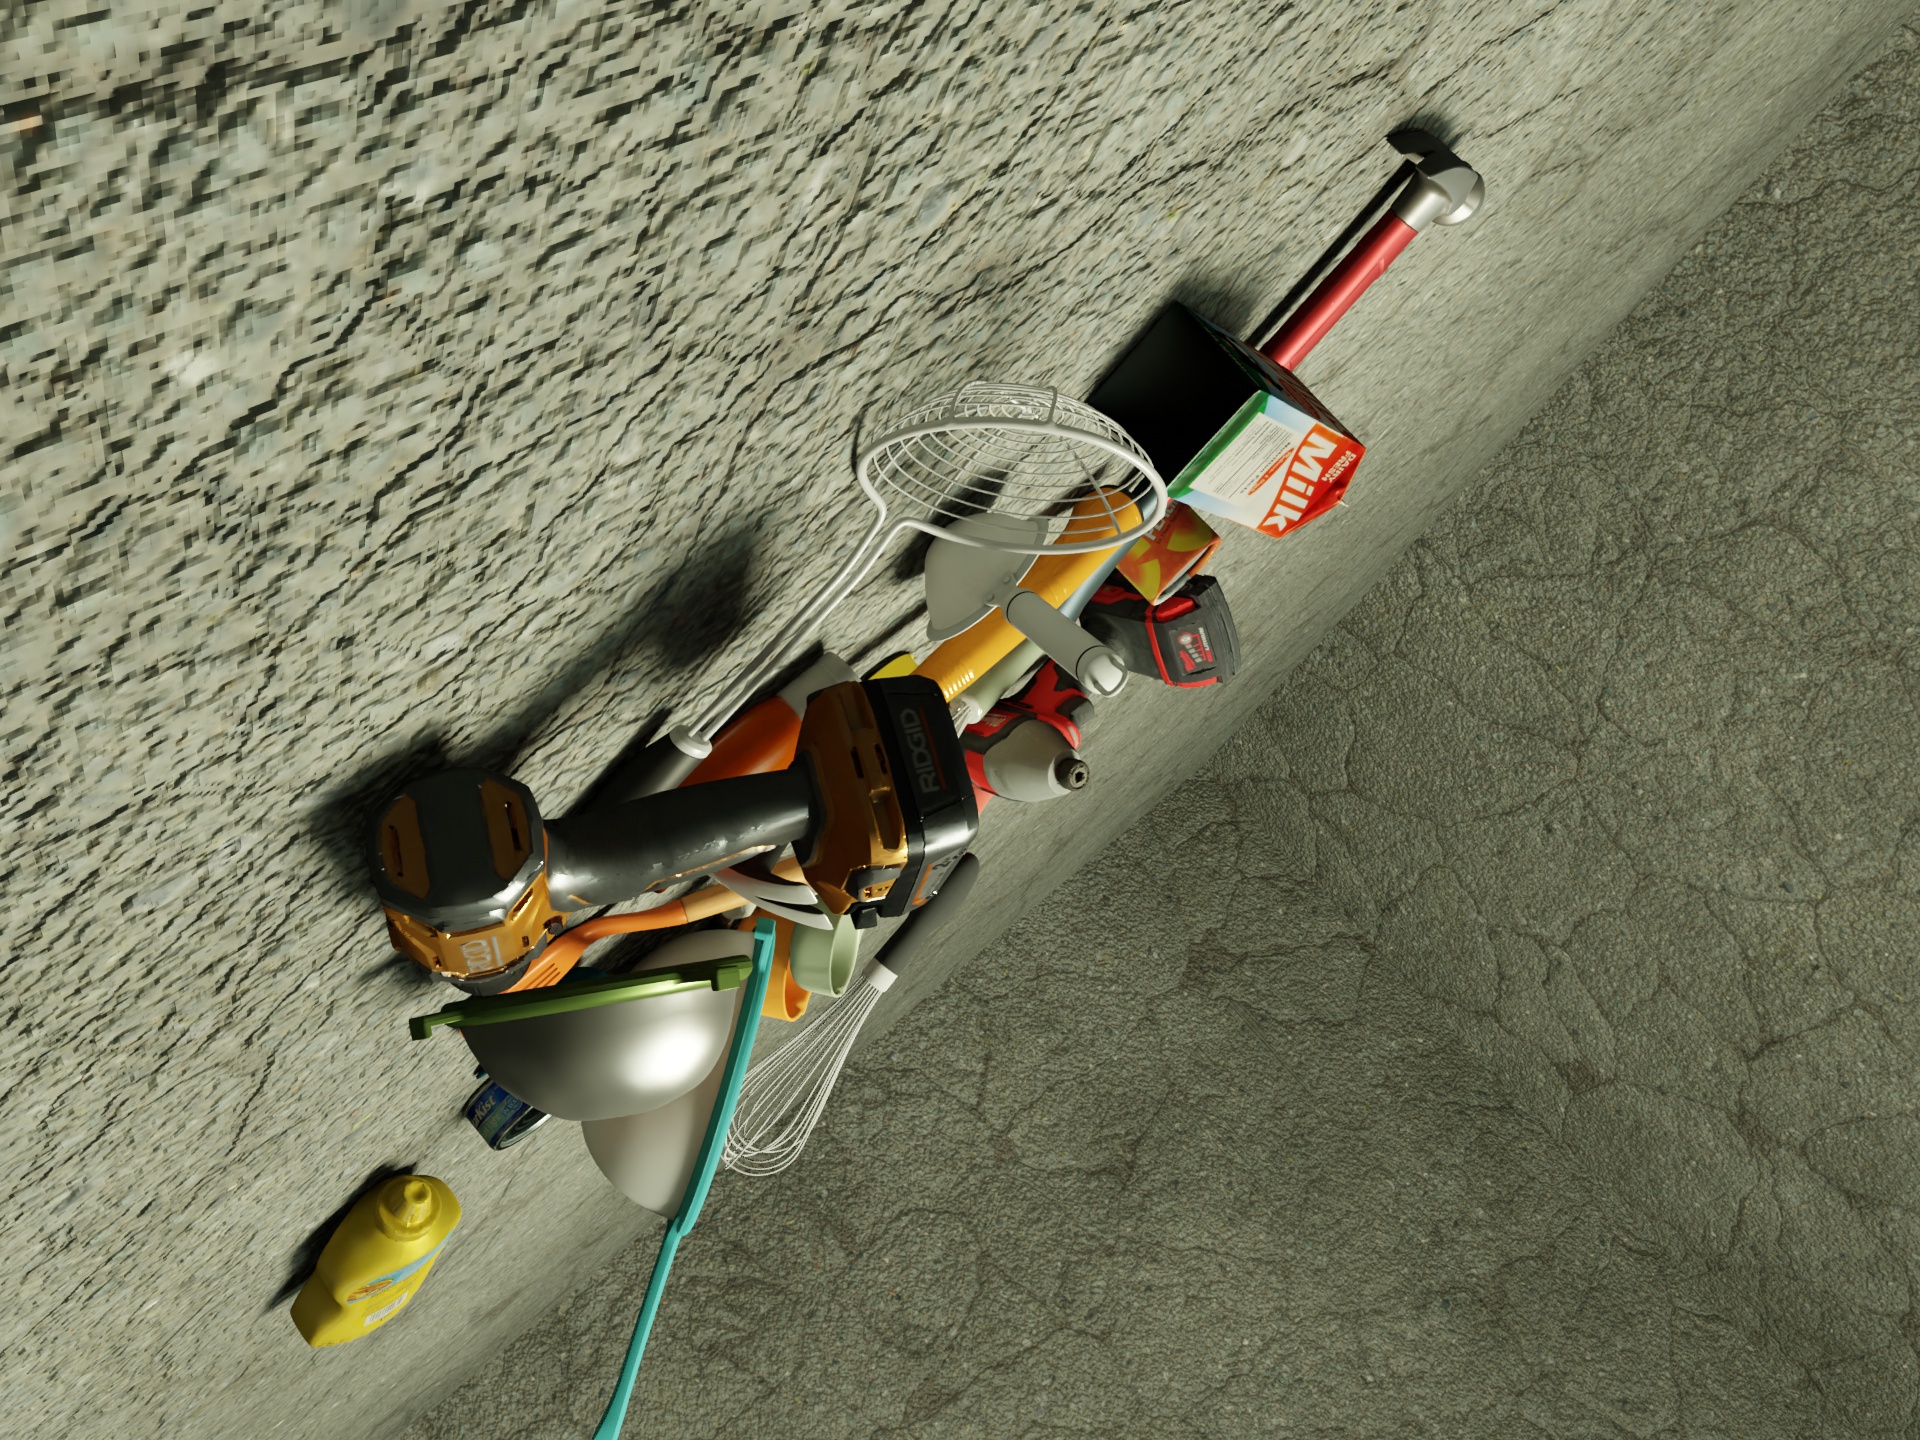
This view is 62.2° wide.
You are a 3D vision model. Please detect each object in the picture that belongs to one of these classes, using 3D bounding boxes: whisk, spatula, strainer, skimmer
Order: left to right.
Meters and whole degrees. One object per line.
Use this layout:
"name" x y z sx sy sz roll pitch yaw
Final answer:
"strainer" -0.175 0.167 0.830 0.151 0.069 0.256 -9 171 -3
"strainer" -0.213 0.284 1.039 0.211 0.095 0.340 133 -26 -70
"spatula" -0.136 0.112 0.935 0.322 0.041 0.081 -19 163 -13
"skimmer" -0.070 -0.011 0.696 0.363 0.090 0.127 -44 142 17
"whisk" -0.079 0.208 1.145 0.284 0.070 0.070 -51 170 -4
"whisk" -0.002 -0.003 1.050 0.059 0.057 0.246 5 -144 36
"strainer" 0.027 -0.057 0.754 0.087 0.050 0.259 -47 -154 2

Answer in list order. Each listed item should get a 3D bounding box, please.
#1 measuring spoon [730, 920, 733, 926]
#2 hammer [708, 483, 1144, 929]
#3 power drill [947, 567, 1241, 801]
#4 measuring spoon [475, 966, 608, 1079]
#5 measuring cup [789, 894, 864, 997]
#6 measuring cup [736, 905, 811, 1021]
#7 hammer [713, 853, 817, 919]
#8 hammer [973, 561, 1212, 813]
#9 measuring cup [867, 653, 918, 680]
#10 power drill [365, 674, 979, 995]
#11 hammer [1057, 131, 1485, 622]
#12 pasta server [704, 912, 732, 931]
"measuring spoon" -0.182 0.173 1.218 0.034 0.018 0.124 -37 167 -28
"hammer" -0.007 -0.022 0.890 0.337 0.127 0.034 -44 130 -22
"power drill" 0.091 -0.021 1.126 0.220 0.078 0.143 -37 -148 -26
"measuring spoon" -0.266 0.186 0.985 0.128 0.021 0.042 -38 175 27
"measuring cup" -0.093 0.153 1.232 0.168 0.038 0.083 -55 151 -70
"measuring cup" -0.136 0.163 1.259 0.174 0.052 0.095 -67 161 -58
"hammer" -0.056 0.101 1.207 0.146 0.038 0.410 -12 177 9
"hammer" 0.083 -0.018 1.258 0.359 0.037 0.149 -43 174 -47
"measuring cup" -0.047 0.004 1.001 0.062 0.029 0.156 -40 170 -15
"power drill" -0.122 0.060 0.664 0.226 0.084 0.185 -11 161 -17
"hammer" 0.159 -0.188 0.972 0.386 0.038 0.143 -48 167 26
"pasta server" -0.219 0.230 1.260 0.060 0.040 0.316 -22 159 -33
